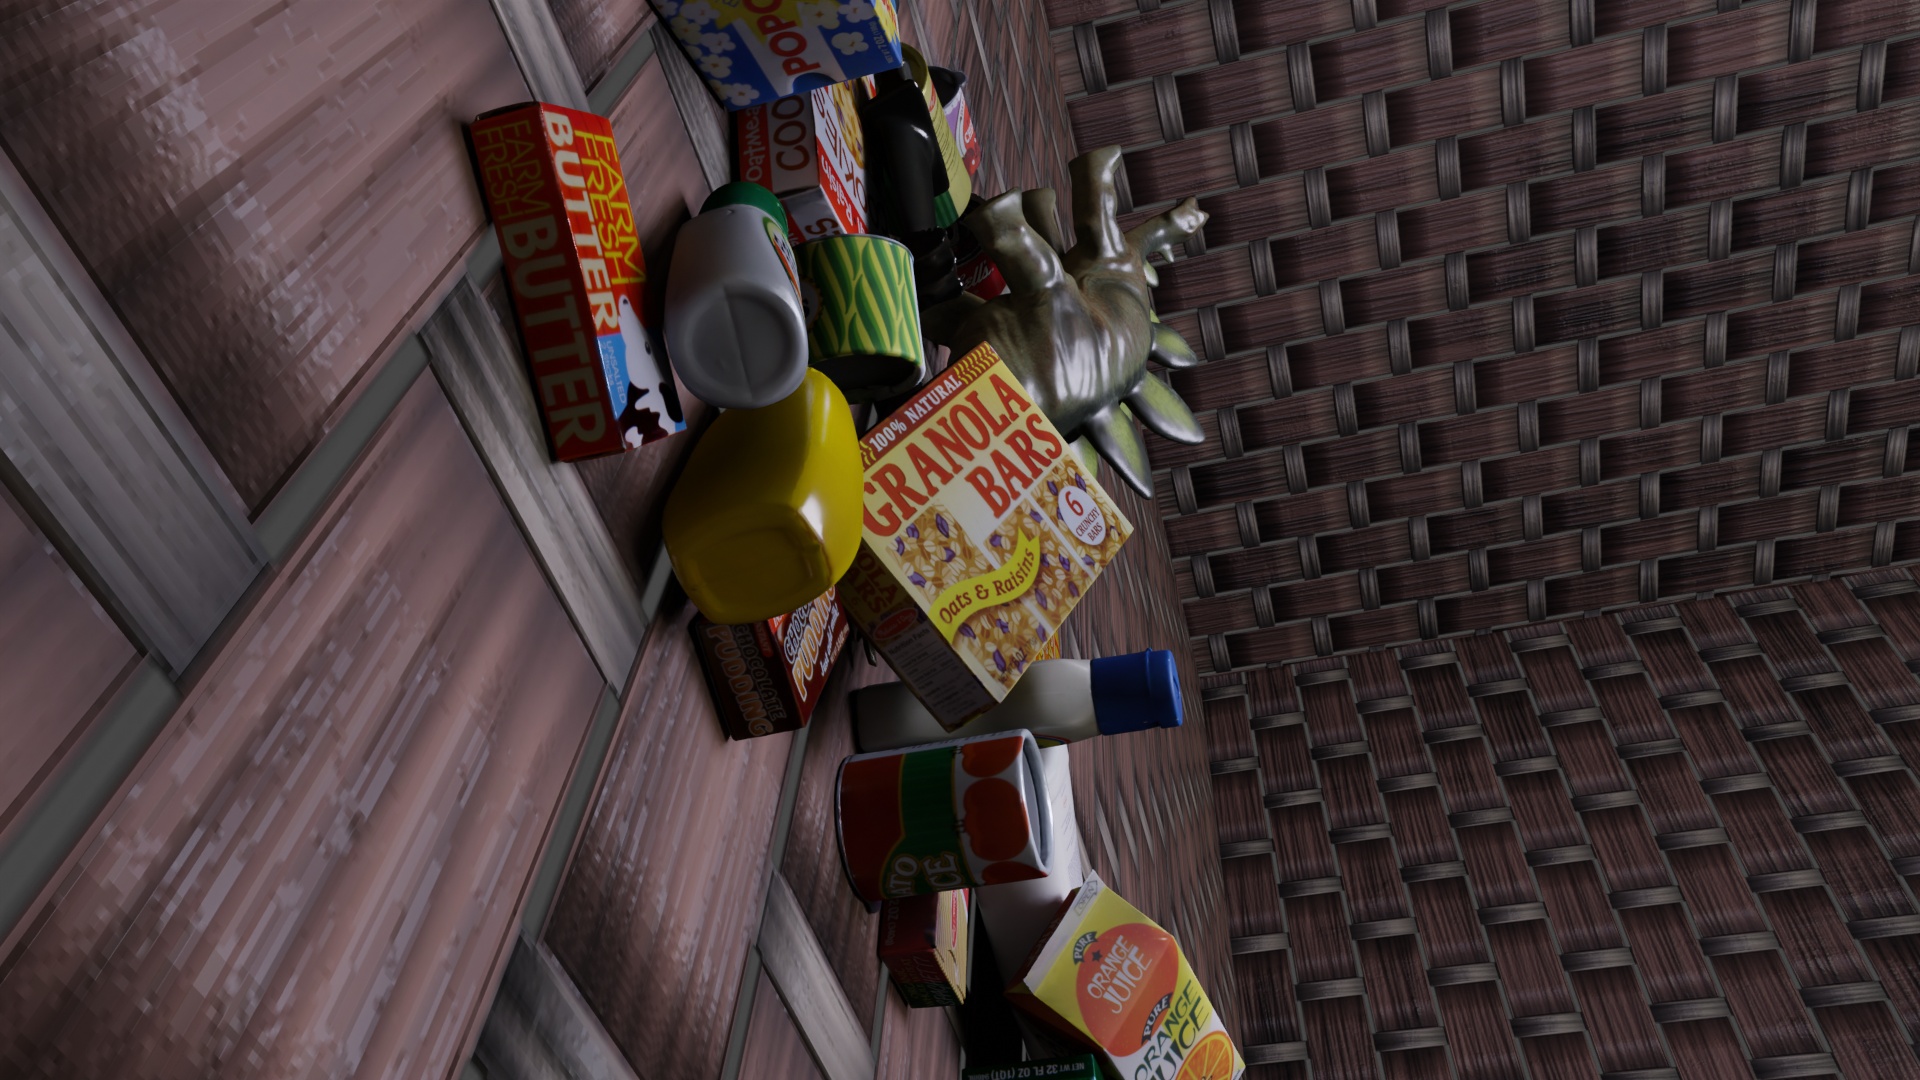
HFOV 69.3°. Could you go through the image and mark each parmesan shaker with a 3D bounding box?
[{"bbox_3d":[-0.038,-0.233,0.827,0.102,0.071,0.071,60,23,-60],"label":"parmesan shaker"}]

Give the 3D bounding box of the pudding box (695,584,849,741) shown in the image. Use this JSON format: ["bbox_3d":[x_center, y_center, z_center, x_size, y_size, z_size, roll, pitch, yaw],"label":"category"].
[{"bbox_3d":[-0.070,0.033,0.526,0.084,0.030,0.049,-71,148,-67],"label":"pudding box"}]

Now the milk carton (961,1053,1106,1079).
[{"bbox_3d":[0.044,0.359,0.671,0.073,0.072,0.191,67,17,-47],"label":"milk carton"}]

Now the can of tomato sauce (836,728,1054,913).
[{"bbox_3d":[-0.005,0.124,0.619,0.071,0.083,0.071,-13,92,-78],"label":"can of tomato sauce"}]

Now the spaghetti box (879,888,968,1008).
[{"bbox_3d":[-0.012,0.118,0.723,0.251,0.028,0.050,-87,162,-48],"label":"spaghetti box"}]

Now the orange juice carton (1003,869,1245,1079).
[{"bbox_3d":[0.087,0.264,0.772,0.072,0.073,0.192,-50,132,-26],"label":"orange juice carton"}]

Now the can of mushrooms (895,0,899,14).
[{"bbox_3d":[-0.064,-0.300,0.746,0.070,0.071,0.033,62,19,-55],"label":"can of mushrooms"}]

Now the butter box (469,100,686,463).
[{"bbox_3d":[-0.115,-0.078,0.424,0.053,0.024,0.103,-53,132,-75],"label":"butter box"}]

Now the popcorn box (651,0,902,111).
[{"bbox_3d":[-0.083,-0.236,0.567,0.126,0.085,0.038,50,31,-67],"label":"popcorn box"}]

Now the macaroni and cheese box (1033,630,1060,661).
[{"bbox_3d":[0.035,0.058,0.971,0.165,0.040,0.124,67,17,-44],"label":"macaroni and cheese box"}]

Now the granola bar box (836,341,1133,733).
[{"bbox_3d":[0.002,-0.008,0.642,0.124,0.039,0.166,51,38,-5],"label":"granola bar box"}]

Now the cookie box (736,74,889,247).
[{"bbox_3d":[-0.074,-0.204,0.695,0.122,0.040,0.168,56,25,-64],"label":"cookie box"}]

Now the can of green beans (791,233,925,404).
[{"bbox_3d":[-0.052,-0.100,0.640,0.071,0.071,0.058,44,38,-71],"label":"can of green beans"}]

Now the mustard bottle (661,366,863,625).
[{"bbox_3d":[-0.066,-0.030,0.520,0.161,0.065,0.048,-87,156,-60],"label":"mustard bottle"}]

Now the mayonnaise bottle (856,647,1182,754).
[{"bbox_3d":[0.029,0.080,0.658,0.064,0.148,0.041,49,34,-68],"label":"mayonnaise bottle"}]

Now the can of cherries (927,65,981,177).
[{"bbox_3d":[-0.022,-0.270,0.917,0.058,0.071,0.072,67,17,-47],"label":"can of cherries"}]

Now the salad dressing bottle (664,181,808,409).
[{"bbox_3d":[-0.080,-0.095,0.501,0.148,0.044,0.064,-106,-176,-61],"label":"salad dressing bottle"}]
